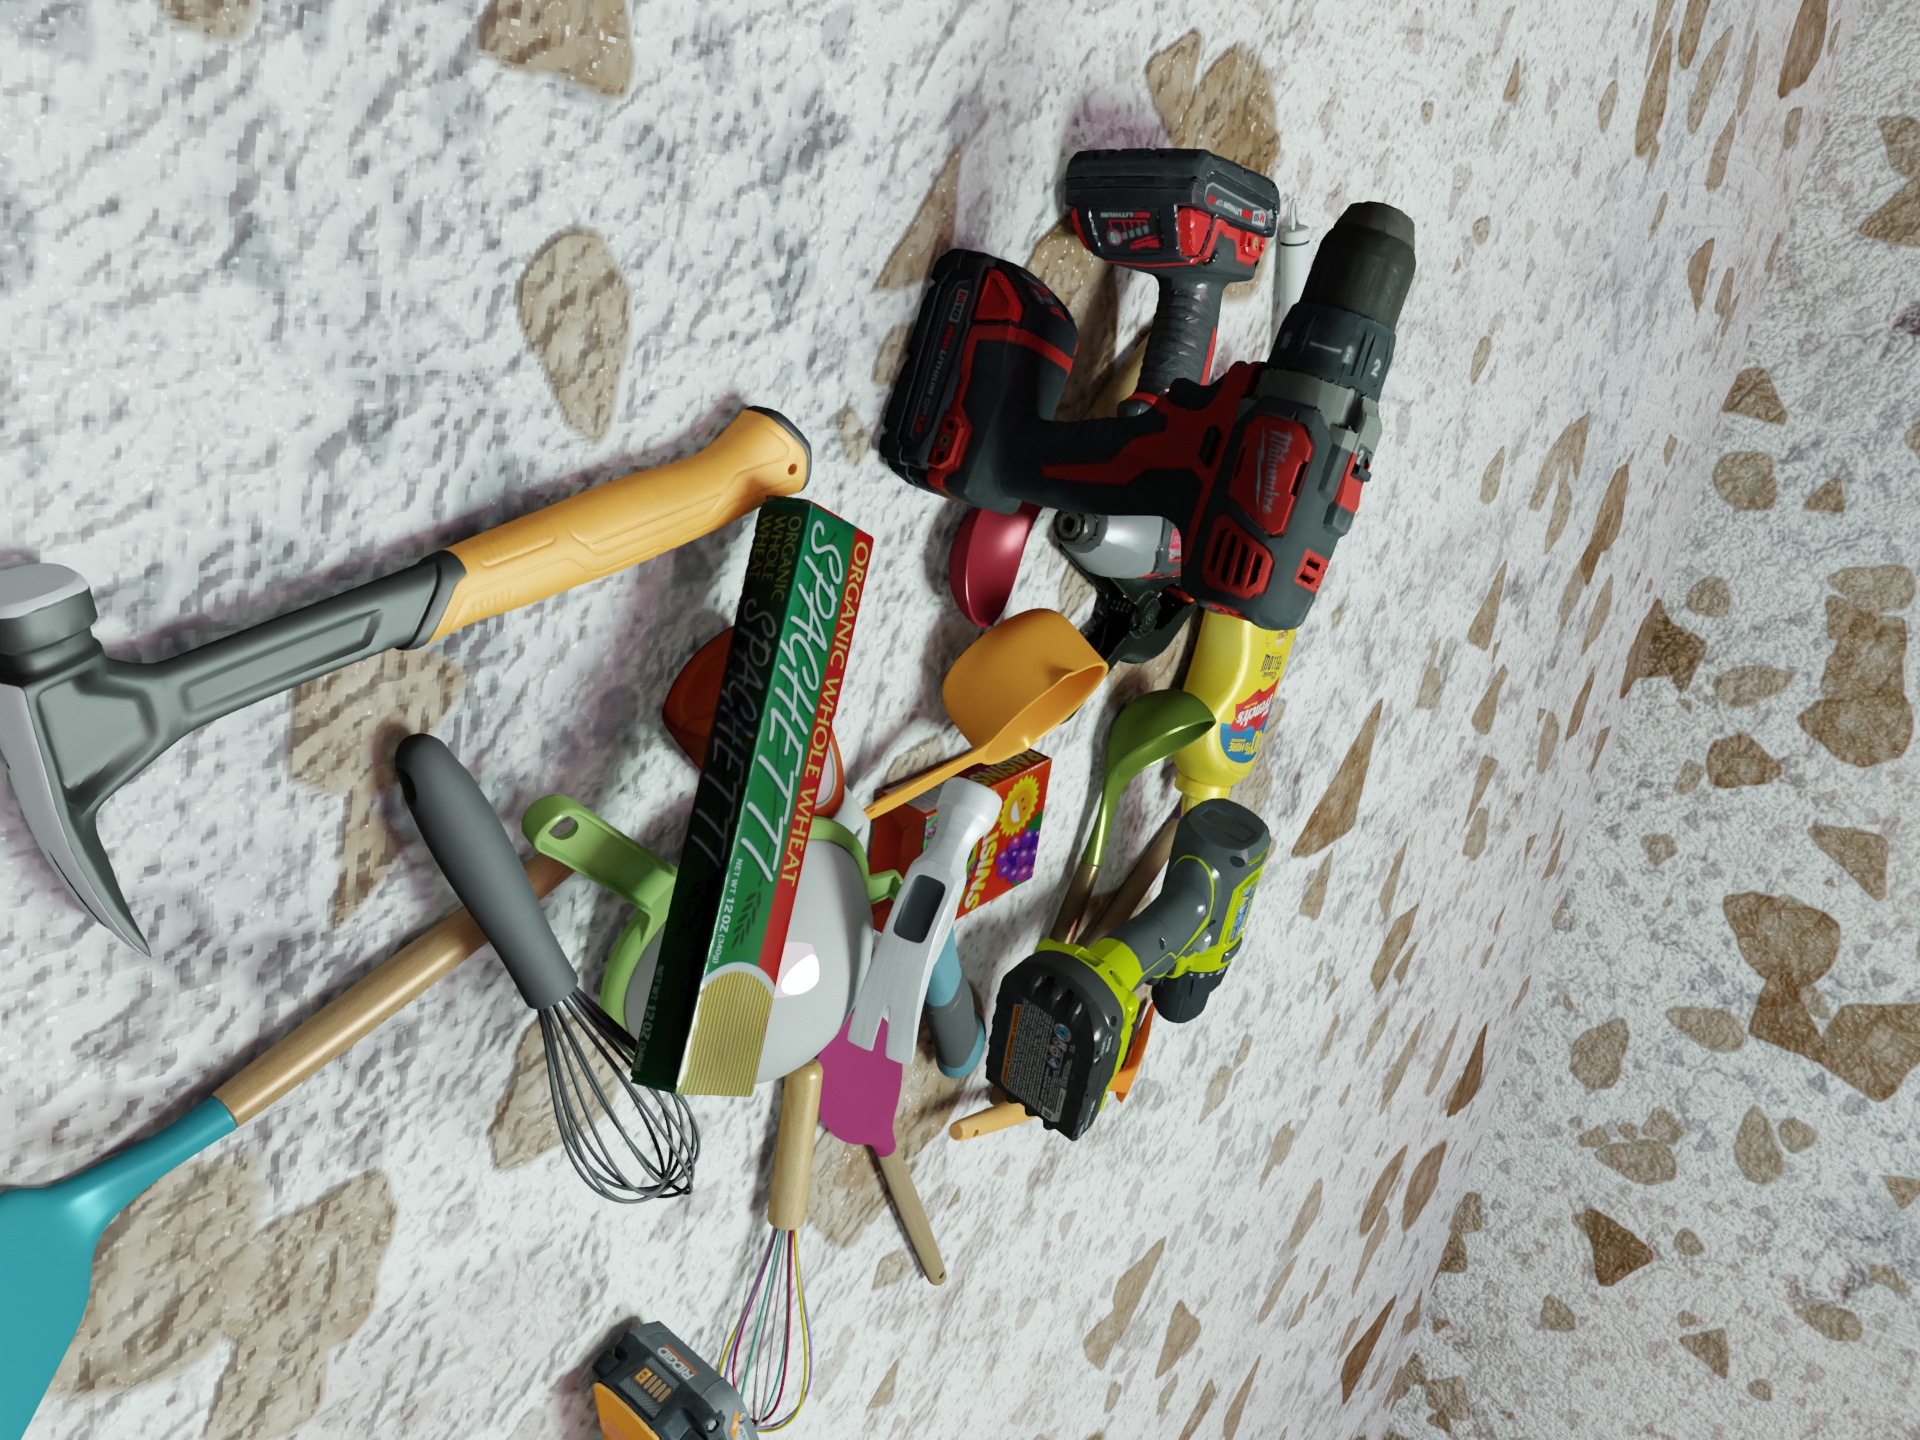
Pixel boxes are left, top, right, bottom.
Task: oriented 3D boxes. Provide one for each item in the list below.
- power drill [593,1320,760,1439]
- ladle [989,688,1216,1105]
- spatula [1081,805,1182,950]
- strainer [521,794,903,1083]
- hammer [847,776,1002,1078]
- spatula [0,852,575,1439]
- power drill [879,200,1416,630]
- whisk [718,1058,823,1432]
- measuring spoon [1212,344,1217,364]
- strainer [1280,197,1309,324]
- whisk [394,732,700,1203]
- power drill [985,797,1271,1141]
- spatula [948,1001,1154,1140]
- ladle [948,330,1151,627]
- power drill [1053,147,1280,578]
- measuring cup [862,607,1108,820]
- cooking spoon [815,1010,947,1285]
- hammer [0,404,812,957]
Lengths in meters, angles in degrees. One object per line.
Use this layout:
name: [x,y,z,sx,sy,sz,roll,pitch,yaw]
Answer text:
power drill: [-0.209,0.411,0.789,0.226,0.084,0.185,-39,138,-31]
ladle: [0.091,0.127,1.090,0.078,0.062,0.320,4,109,-63]
spatula: [0.152,0.095,1.199,0.316,0.018,0.059,-51,144,-28]
strainer: [-0.107,0.101,0.712,0.151,0.069,0.256,-45,149,-4]
hammer: [-0.009,0.147,0.879,0.330,0.033,0.128,82,30,-66]
spatula: [-0.243,0.132,0.587,0.317,0.044,0.082,-41,127,-39]
power drill: [0.089,-0.159,0.737,0.080,0.227,0.188,8,102,-59]
whisk: [-0.107,0.307,0.917,0.051,0.047,0.245,-11,114,-53]
measuring spoon: [0.122,-0.201,0.965,0.124,0.018,0.034,-45,142,-32]
strainer: [0.229,-0.229,1.094,0.087,0.050,0.258,-43,136,-44]
whisk: [-0.166,0.106,0.641,0.055,0.055,0.238,-41,121,-37]
power drill: [0.119,0.177,1.077,0.228,0.080,0.190,-33,144,-40]
spatula: [0.076,0.267,1.164,0.322,0.041,0.081,4,110,-58]
ladle: [0.078,-0.172,0.909,0.315,0.031,0.069,-52,146,-27]
power drill: [0.102,-0.185,0.852,0.143,0.079,0.219,-10,108,-55]
measuring cup: [-0.001,-0.003,0.867,0.173,0.052,0.095,-30,164,-22]
cooking spoon: [-0.044,0.286,1.018,0.069,0.017,0.318,-47,143,-29]
hammer: [-0.176,-0.045,0.588,0.337,0.034,0.127,-33,134,-44]
